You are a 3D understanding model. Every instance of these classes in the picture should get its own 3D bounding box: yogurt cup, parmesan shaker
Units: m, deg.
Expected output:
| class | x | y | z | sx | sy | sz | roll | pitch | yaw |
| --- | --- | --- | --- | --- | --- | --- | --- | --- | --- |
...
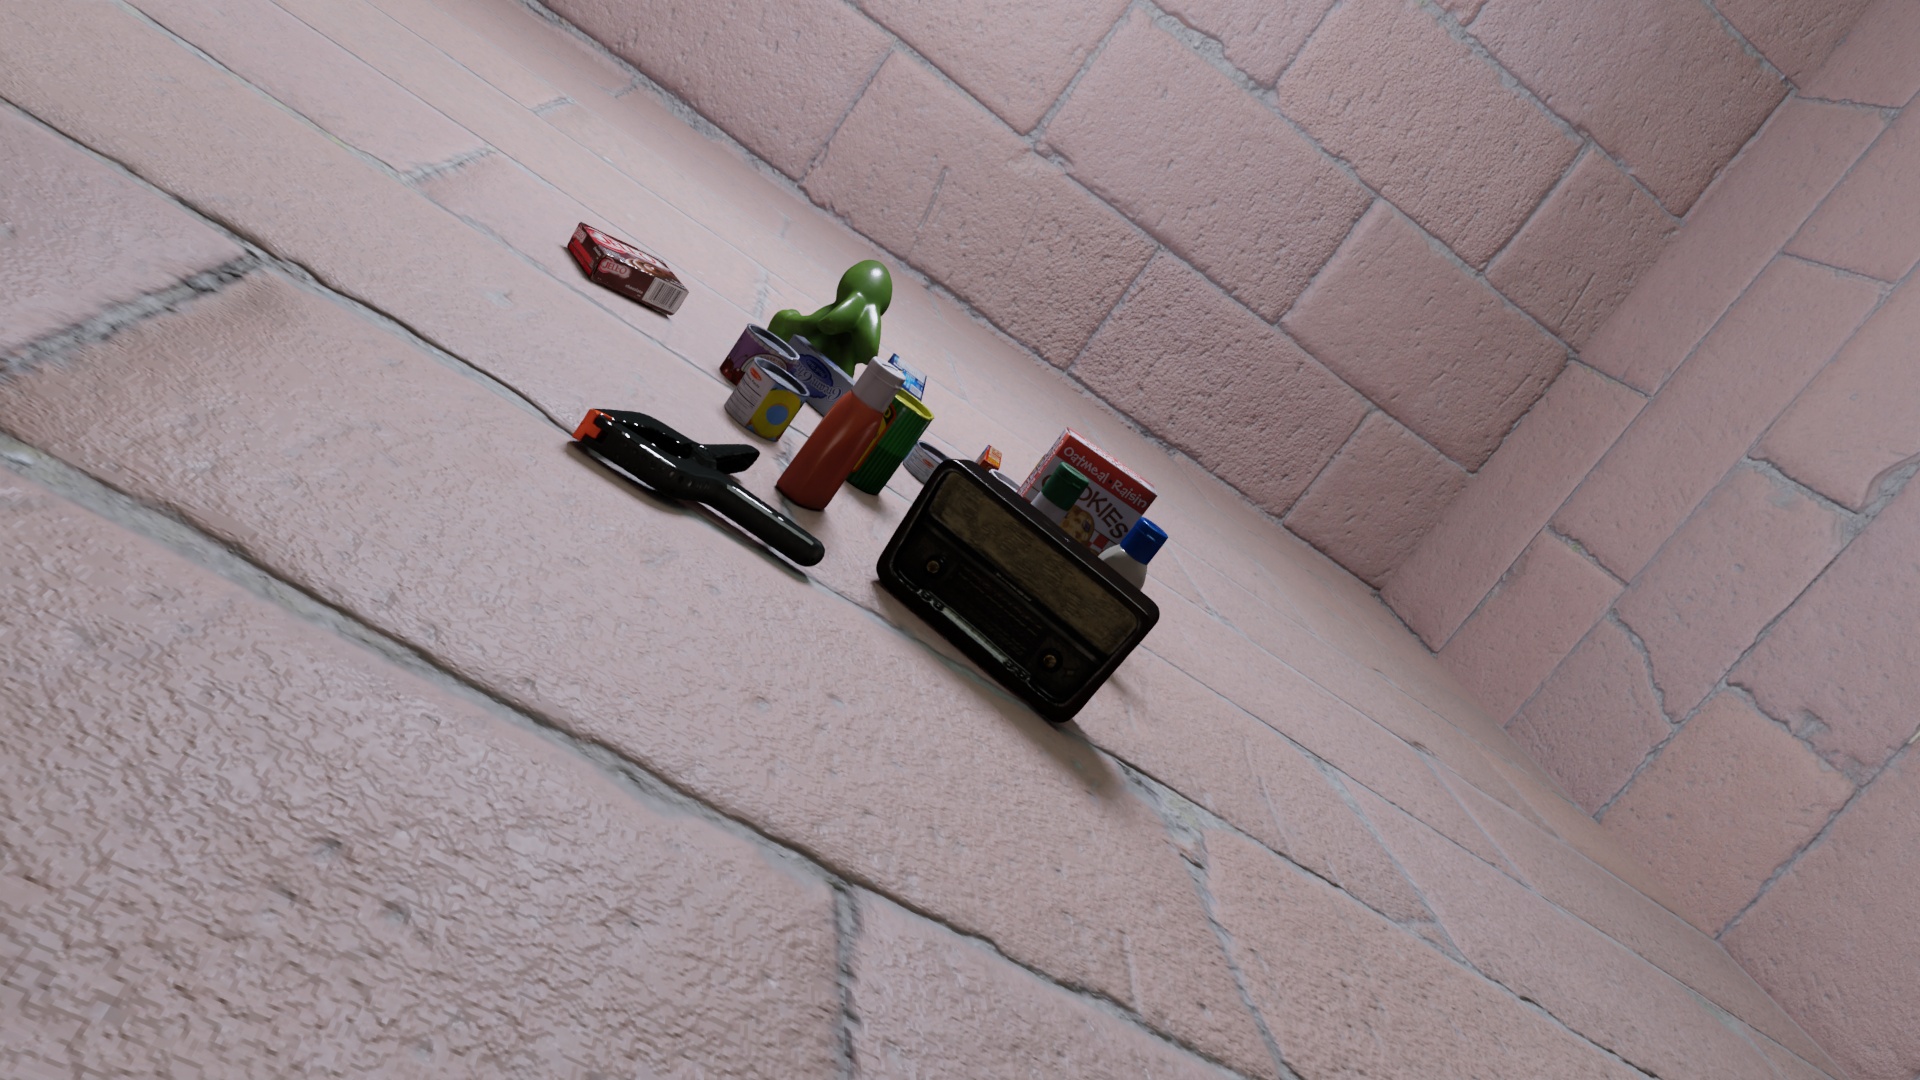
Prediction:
| class | x | y | z | sx | sy | sz | roll | pitch | yaw |
| --- | --- | --- | --- | --- | --- | --- | --- | --- | --- |
| yogurt cup | 0.049 | -0.046 | 1.686 | 0.072 | 0.054 | 0.072 | 34 | 13 | -9 |
| parmesan shaker | -0.082 | -0.105 | 1.452 | 0.071 | 0.103 | 0.071 | 34 | 13 | -9 |

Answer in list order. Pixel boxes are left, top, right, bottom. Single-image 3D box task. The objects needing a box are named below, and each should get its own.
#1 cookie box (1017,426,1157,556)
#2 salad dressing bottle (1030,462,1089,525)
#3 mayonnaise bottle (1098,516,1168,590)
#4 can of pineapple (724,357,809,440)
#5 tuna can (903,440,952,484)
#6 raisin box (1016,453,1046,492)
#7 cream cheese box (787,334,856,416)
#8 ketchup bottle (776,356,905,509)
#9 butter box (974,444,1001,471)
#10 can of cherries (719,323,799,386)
| class | x | y | z | sx | sy | sz | roll | pitch | yaw |
| --- | --- | --- | --- | --- | --- | --- | --- | --- | --- |
| cookie box | 0.119 | -0.024 | 1.543 | 0.123 | 0.167 | 0.040 | 34 | 13 | -13 |
| salad dressing bottle | 0.076 | -0.012 | 1.439 | 0.064 | 0.147 | 0.044 | 30 | 14 | -26 |
| mayonnaise bottle | 0.159 | 0.043 | 1.456 | 0.065 | 0.147 | 0.041 | 35 | 13 | -5 |
| can of pineapple | -0.193 | -0.141 | 1.394 | 0.071 | 0.057 | 0.071 | 34 | 13 | -9 |
| tuna can | -0.033 | -0.088 | 1.669 | 0.071 | 0.032 | 0.071 | 34 | 13 | -9 |
| raisin box | 0.098 | -0.029 | 1.599 | 0.086 | 0.123 | 0.040 | 27 | 16 | -36 |
| cream cheese box | -0.169 | -0.190 | 1.628 | 0.104 | 0.053 | 0.024 | 41 | 14 | 19 |
| ketchup bottle | -0.105 | -0.098 | 1.269 | 0.043 | 0.148 | 0.065 | 42 | 14 | 21 |
| butter box | 0.028 | -0.088 | 1.777 | 0.024 | 0.053 | 0.104 | 35 | 13 | -5 |
| can of cherries | -0.217 | -0.192 | 1.504 | 0.071 | 0.058 | 0.072 | 34 | 13 | -9 |
